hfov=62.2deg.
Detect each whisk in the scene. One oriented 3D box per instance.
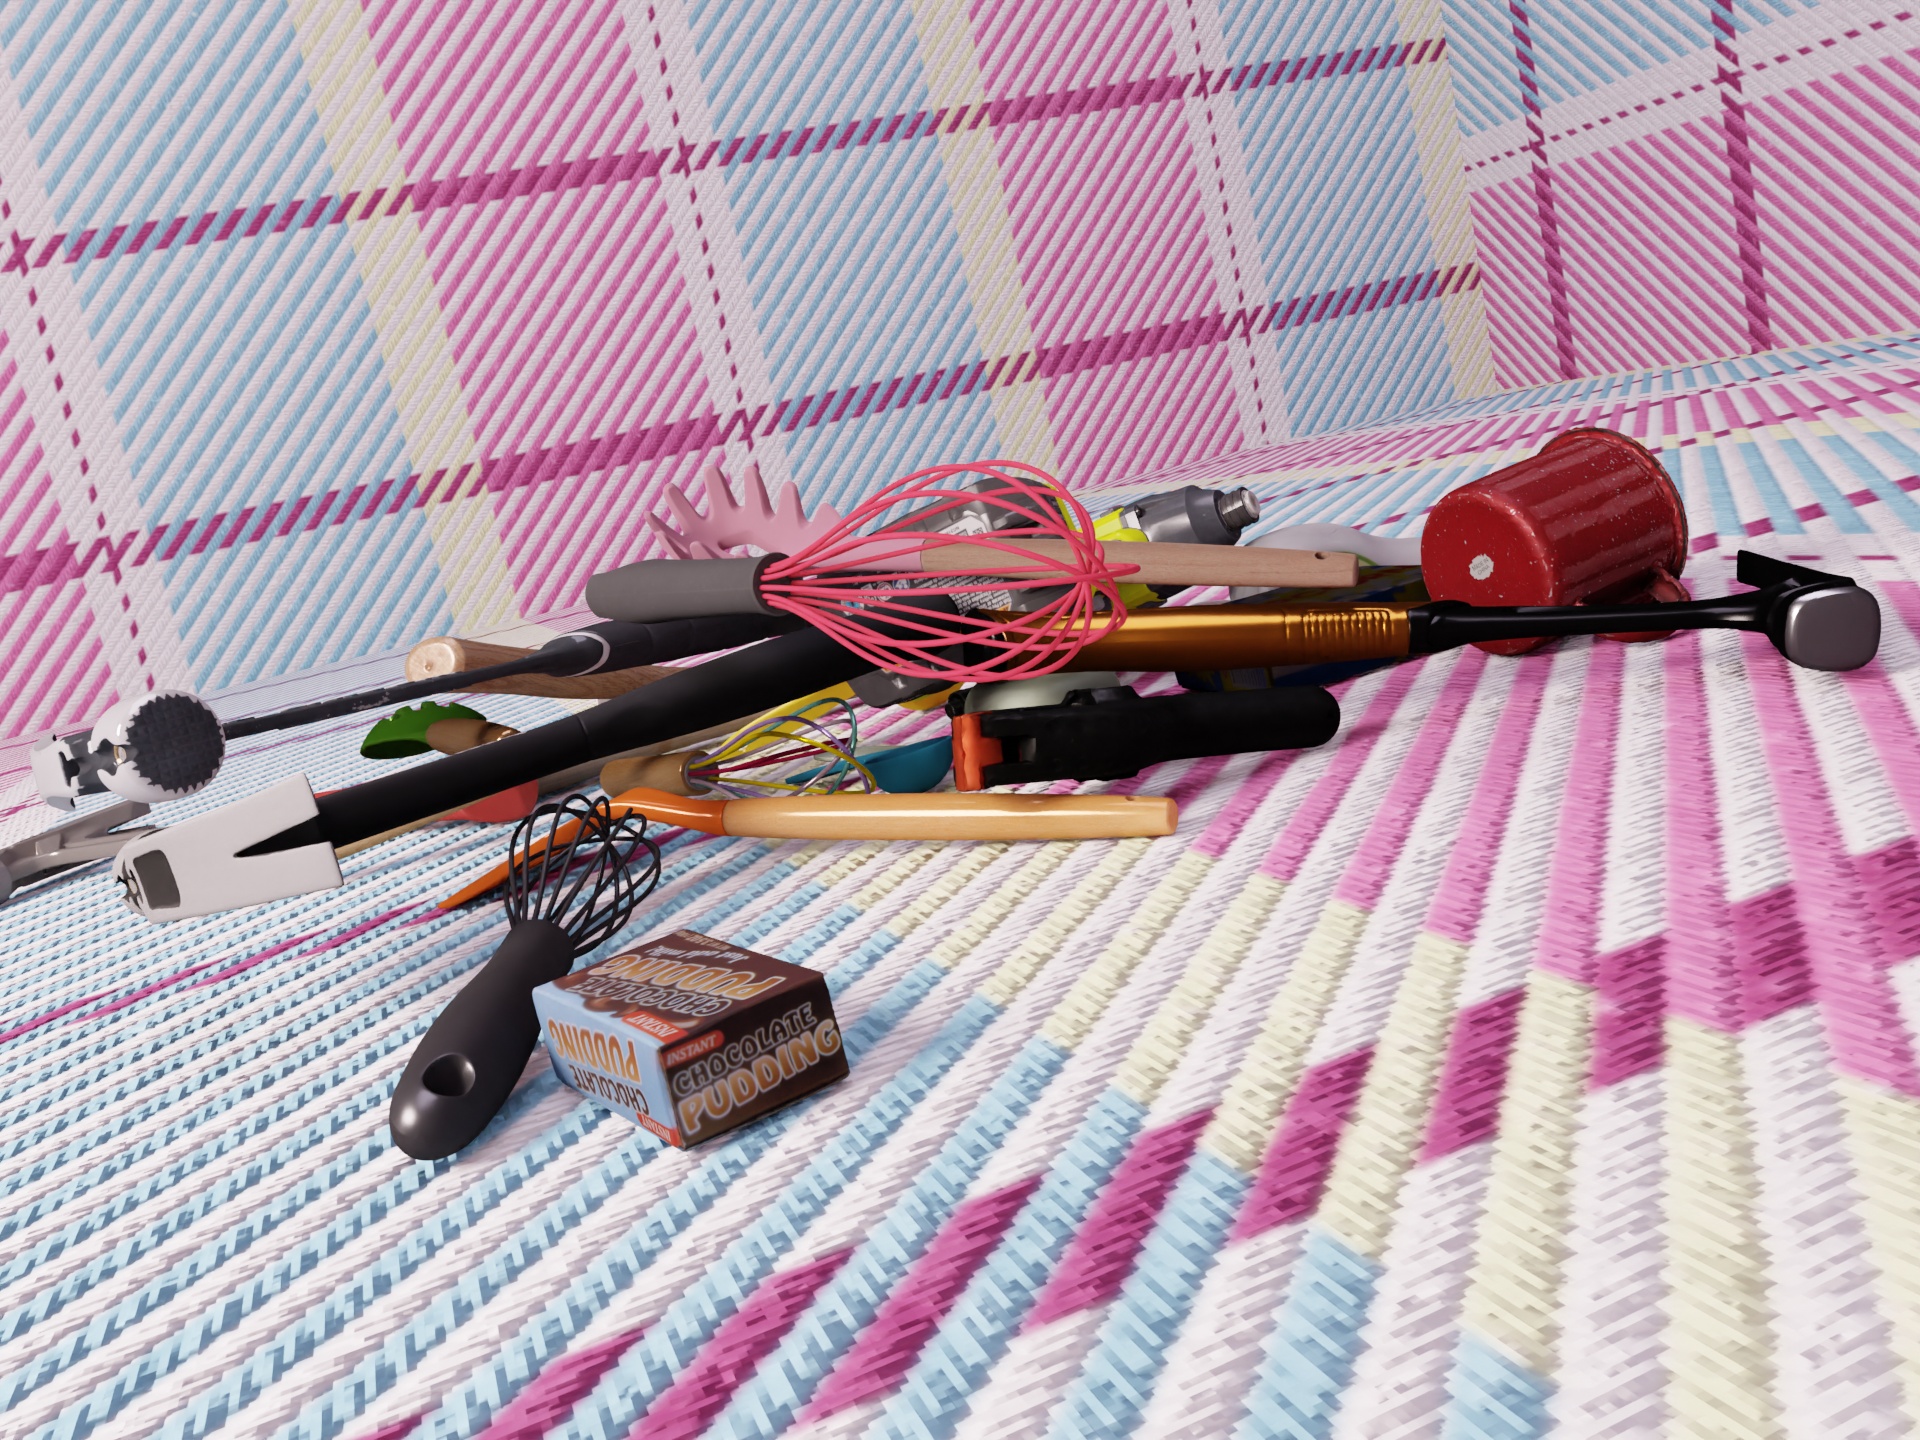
[{"bbox_3d":[-0.114,0.021,0.743,0.047,0.051,0.245,2,-5,-36],"label":"whisk"},{"bbox_3d":[-0.054,-0.049,0.564,0.073,0.073,0.296,-20,15,-39],"label":"whisk"},{"bbox_3d":[-0.136,0.072,0.503,0.055,0.055,0.239,-12,14,1],"label":"whisk"}]

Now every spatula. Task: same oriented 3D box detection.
[{"bbox_3d":[-0.068,0.047,0.628,0.323,0.041,0.081,-2,14,27],"label":"spatula"}]

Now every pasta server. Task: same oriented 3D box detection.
[{"bbox_3d":[0.009,-0.076,0.682,0.316,0.040,0.060,5,44,22],"label":"pasta server"}]

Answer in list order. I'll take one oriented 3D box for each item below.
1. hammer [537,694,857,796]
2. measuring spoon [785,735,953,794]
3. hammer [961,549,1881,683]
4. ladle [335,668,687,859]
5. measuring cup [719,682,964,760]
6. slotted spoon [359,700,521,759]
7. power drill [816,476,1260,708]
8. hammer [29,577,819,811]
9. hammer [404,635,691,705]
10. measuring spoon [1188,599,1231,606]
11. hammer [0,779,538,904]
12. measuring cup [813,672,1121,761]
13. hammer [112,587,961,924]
[{"bbox_3d":[-0.087,-0.021,0.976,0.410,0.038,0.146,-16,9,-20],"label":"hammer"},{"bbox_3d":[-0.045,0.028,0.734,0.042,0.021,0.128,-20,4,-35],"label":"measuring spoon"},{"bbox_3d":[0.168,-0.039,0.644,0.337,0.034,0.127,-2,11,11],"label":"hammer"},{"bbox_3d":[-0.239,0.034,0.771,0.315,0.031,0.069,-22,5,1],"label":"ladle"},{"bbox_3d":[-0.061,-0.009,0.889,0.156,0.062,0.029,-29,51,-16],"label":"measuring cup"},{"bbox_3d":[-0.251,0.007,0.789,0.070,0.031,0.314,-16,8,-25],"label":"slotted spoon"},{"bbox_3d":[0.046,-0.075,0.814,0.171,0.080,0.223,-24,-4,32],"label":"power drill"},{"bbox_3d":[-0.188,-0.023,0.698,0.149,0.036,0.409,-9,6,41],"label":"hammer"},{"bbox_3d":[-0.213,-0.024,0.939,0.130,0.031,0.331,-19,-6,17],"label":"hammer"},{"bbox_3d":[0.159,-0.050,0.919,0.034,0.018,0.124,-6,17,-3],"label":"measuring spoon"},{"bbox_3d":[-0.396,0.057,0.914,0.359,0.036,0.149,-9,11,20],"label":"hammer"},{"bbox_3d":[-0.001,-0.002,0.760,0.167,0.038,0.083,-5,12,26],"label":"measuring cup"},{"bbox_3d":[-0.130,0.002,0.600,0.334,0.035,0.146,-21,6,-38],"label":"hammer"}]
